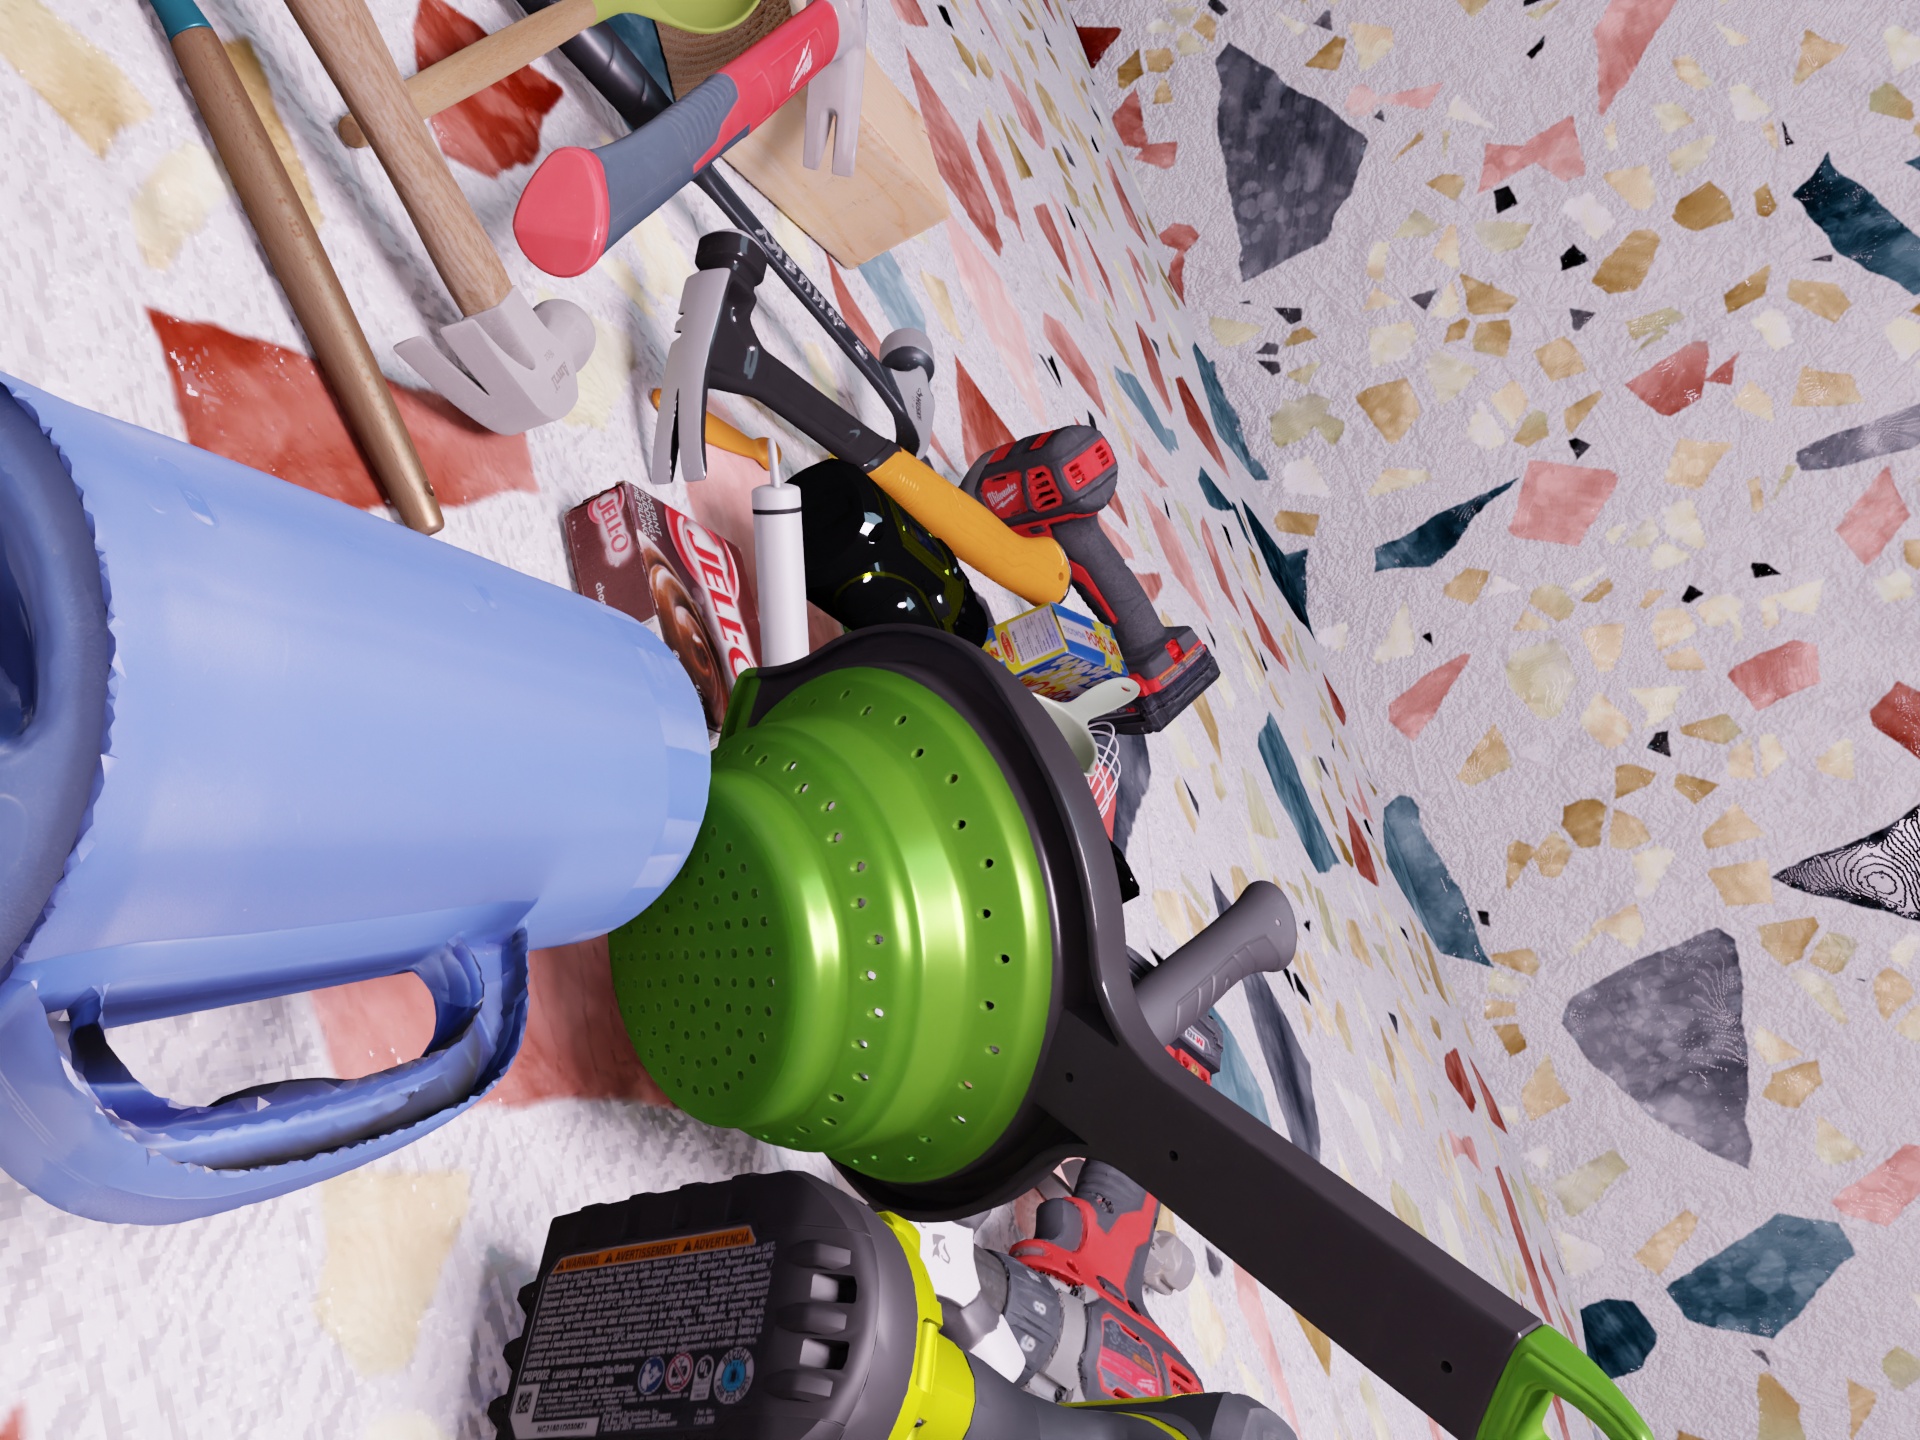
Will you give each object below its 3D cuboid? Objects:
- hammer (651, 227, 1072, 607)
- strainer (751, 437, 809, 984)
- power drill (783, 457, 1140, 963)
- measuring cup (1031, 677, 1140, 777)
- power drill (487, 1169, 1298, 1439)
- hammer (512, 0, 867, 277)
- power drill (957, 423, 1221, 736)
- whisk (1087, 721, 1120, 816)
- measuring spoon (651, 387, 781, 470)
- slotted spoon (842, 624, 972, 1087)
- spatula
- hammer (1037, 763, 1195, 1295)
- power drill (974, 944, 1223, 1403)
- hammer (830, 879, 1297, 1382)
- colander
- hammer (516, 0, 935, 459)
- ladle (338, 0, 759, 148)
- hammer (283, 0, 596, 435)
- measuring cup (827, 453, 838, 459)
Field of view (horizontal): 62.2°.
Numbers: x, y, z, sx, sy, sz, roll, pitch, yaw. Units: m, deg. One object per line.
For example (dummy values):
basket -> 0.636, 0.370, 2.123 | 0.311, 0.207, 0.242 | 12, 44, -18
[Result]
hammer -> -0.035, -0.126, 0.868 | 0.336, 0.034, 0.127 | 28, 67, -51
strainer -> -0.070, 0.017, 0.639 | 0.087, 0.050, 0.258 | -107, -165, -77
power drill -> -0.001, -0.002, 0.776 | 0.229, 0.080, 0.190 | 65, 13, 23
measuring cup -> 0.065, 0.008, 0.995 | 0.083, 0.038, 0.167 | 40, 33, 17
power drill -> -0.022, 0.216, 0.477 | 0.223, 0.171, 0.080 | 41, 42, -37
hammer -> -0.113, -0.283, 0.773 | 0.387, 0.038, 0.143 | -68, 169, -52
power drill -> 0.082, -0.100, 1.132 | 0.078, 0.143, 0.219 | -40, 111, -31
whisk -> 0.054, 0.083, 0.962 | 0.070, 0.070, 0.285 | 58, 26, -23
measuring spoon -> -0.123, -0.152, 0.825 | 0.116, 0.011, 0.021 | 15, 54, -66
slotted spoon -> -0.024, 0.050, 0.840 | 0.070, 0.031, 0.314 | 31, 42, -58
spatula -> -0.242, -0.213, 0.541 | 0.082, 0.044, 0.317 | -52, 118, -77
hammer -> 0.083, 0.158, 0.983 | 0.149, 0.036, 0.359 | 51, 26, -38
power drill -> 0.043, 0.209, 0.731 | 0.187, 0.080, 0.227 | 41, 40, -28
hammer -> 0.065, 0.141, 0.709 | 0.335, 0.035, 0.146 | -25, 87, -50
colander -> 0.002, 0.102, 0.471 | 0.094, 0.204, 0.397 | -4, 25, -43
hammer -> -0.138, -0.291, 0.866 | 0.408, 0.036, 0.149 | 44, 29, -38
ladle -> -0.176, -0.323, 0.729 | 0.078, 0.062, 0.320 | 65, 32, -29
hammer -> -0.224, -0.252, 0.559 | 0.130, 0.031, 0.331 | -93, 162, -59
measuring cup -> -0.085, -0.161, 0.921 | 0.156, 0.029, 0.062 | 31, 37, -49
